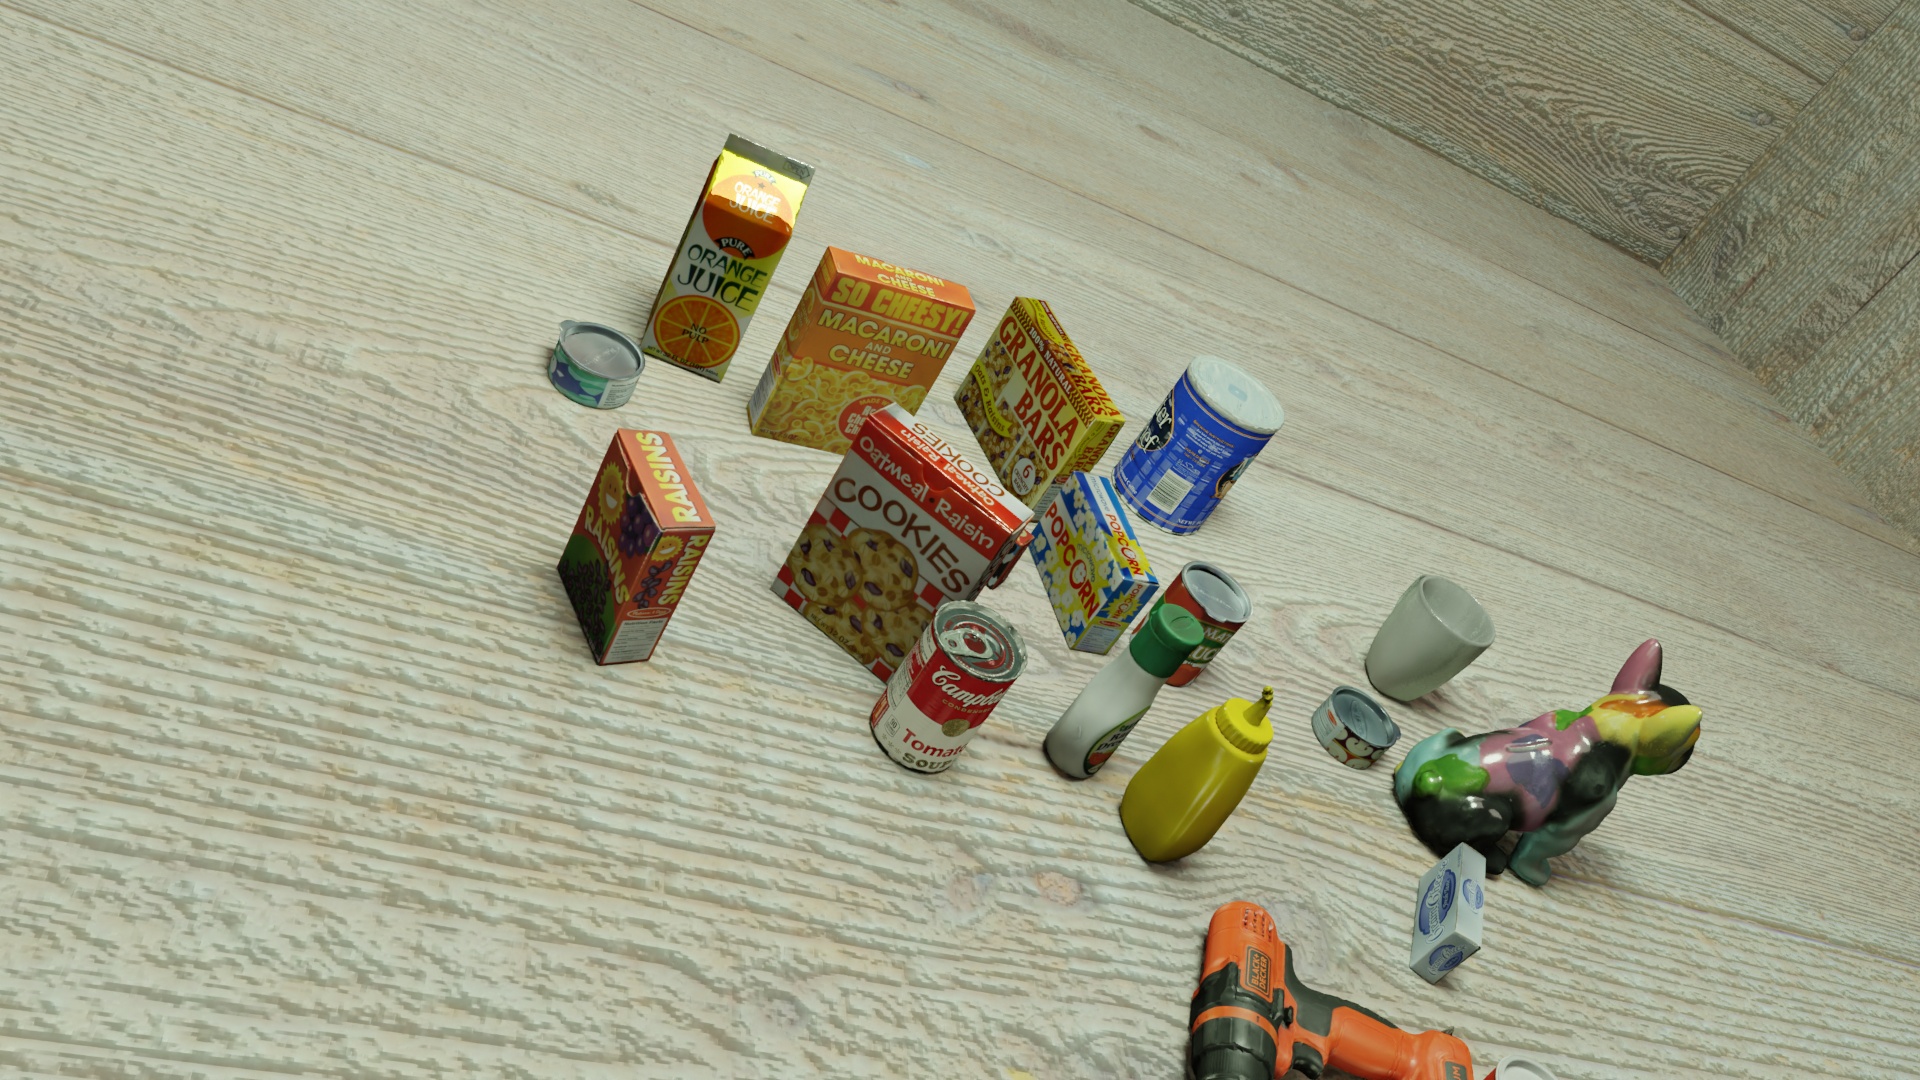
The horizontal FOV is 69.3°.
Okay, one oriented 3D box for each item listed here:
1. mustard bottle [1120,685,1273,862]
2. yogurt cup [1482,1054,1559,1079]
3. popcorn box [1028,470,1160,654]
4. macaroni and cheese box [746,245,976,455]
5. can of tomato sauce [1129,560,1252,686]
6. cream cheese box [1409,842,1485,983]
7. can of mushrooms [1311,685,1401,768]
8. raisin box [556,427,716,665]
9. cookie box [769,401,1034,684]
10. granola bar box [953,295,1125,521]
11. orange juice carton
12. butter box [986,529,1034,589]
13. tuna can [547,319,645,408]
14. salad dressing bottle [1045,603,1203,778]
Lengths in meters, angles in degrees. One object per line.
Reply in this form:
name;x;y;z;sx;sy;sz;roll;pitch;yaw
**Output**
mustard bottle;0.170;0.153;0.944;0.049;0.159;0.065;5;43;-36
yogurt cup;0.365;0.382;0.914;0.072;0.053;0.073;22;36;-17
popcorn box;0.105;0.017;1.128;0.038;0.084;0.127;11;40;-30
macaroni and cheese box;-0.081;-0.144;1.102;0.124;0.165;0.040;11;40;-30
can of tomato sauce;0.187;0.070;1.130;0.071;0.082;0.071;22;36;-17
cream cheese box;0.367;0.279;1.044;0.024;0.053;0.104;35;34;2
can of mushrooms;0.337;0.160;1.185;0.071;0.033;0.071;22;36;-17
raisin box;-0.203;0.004;0.858;0.040;0.122;0.086;0;46;-40
cookie box;-0.043;0.008;0.944;0.123;0.166;0.040;39;34;8
granola bar box;0.067;-0.116;1.226;0.039;0.123;0.166;5;43;-36
orange juice carton;-0.185;-0.228;1.099;0.072;0.191;0.073;21;36;-18
butter box;0.004;-0.014;1.112;0.103;0.053;0.024;41;34;11
tuna can;-0.277;-0.133;1.049;0.071;0.032;0.071;22;36;-17
salad dressing bottle;0.114;0.105;0.969;0.064;0.147;0.044;-15;57;-48
